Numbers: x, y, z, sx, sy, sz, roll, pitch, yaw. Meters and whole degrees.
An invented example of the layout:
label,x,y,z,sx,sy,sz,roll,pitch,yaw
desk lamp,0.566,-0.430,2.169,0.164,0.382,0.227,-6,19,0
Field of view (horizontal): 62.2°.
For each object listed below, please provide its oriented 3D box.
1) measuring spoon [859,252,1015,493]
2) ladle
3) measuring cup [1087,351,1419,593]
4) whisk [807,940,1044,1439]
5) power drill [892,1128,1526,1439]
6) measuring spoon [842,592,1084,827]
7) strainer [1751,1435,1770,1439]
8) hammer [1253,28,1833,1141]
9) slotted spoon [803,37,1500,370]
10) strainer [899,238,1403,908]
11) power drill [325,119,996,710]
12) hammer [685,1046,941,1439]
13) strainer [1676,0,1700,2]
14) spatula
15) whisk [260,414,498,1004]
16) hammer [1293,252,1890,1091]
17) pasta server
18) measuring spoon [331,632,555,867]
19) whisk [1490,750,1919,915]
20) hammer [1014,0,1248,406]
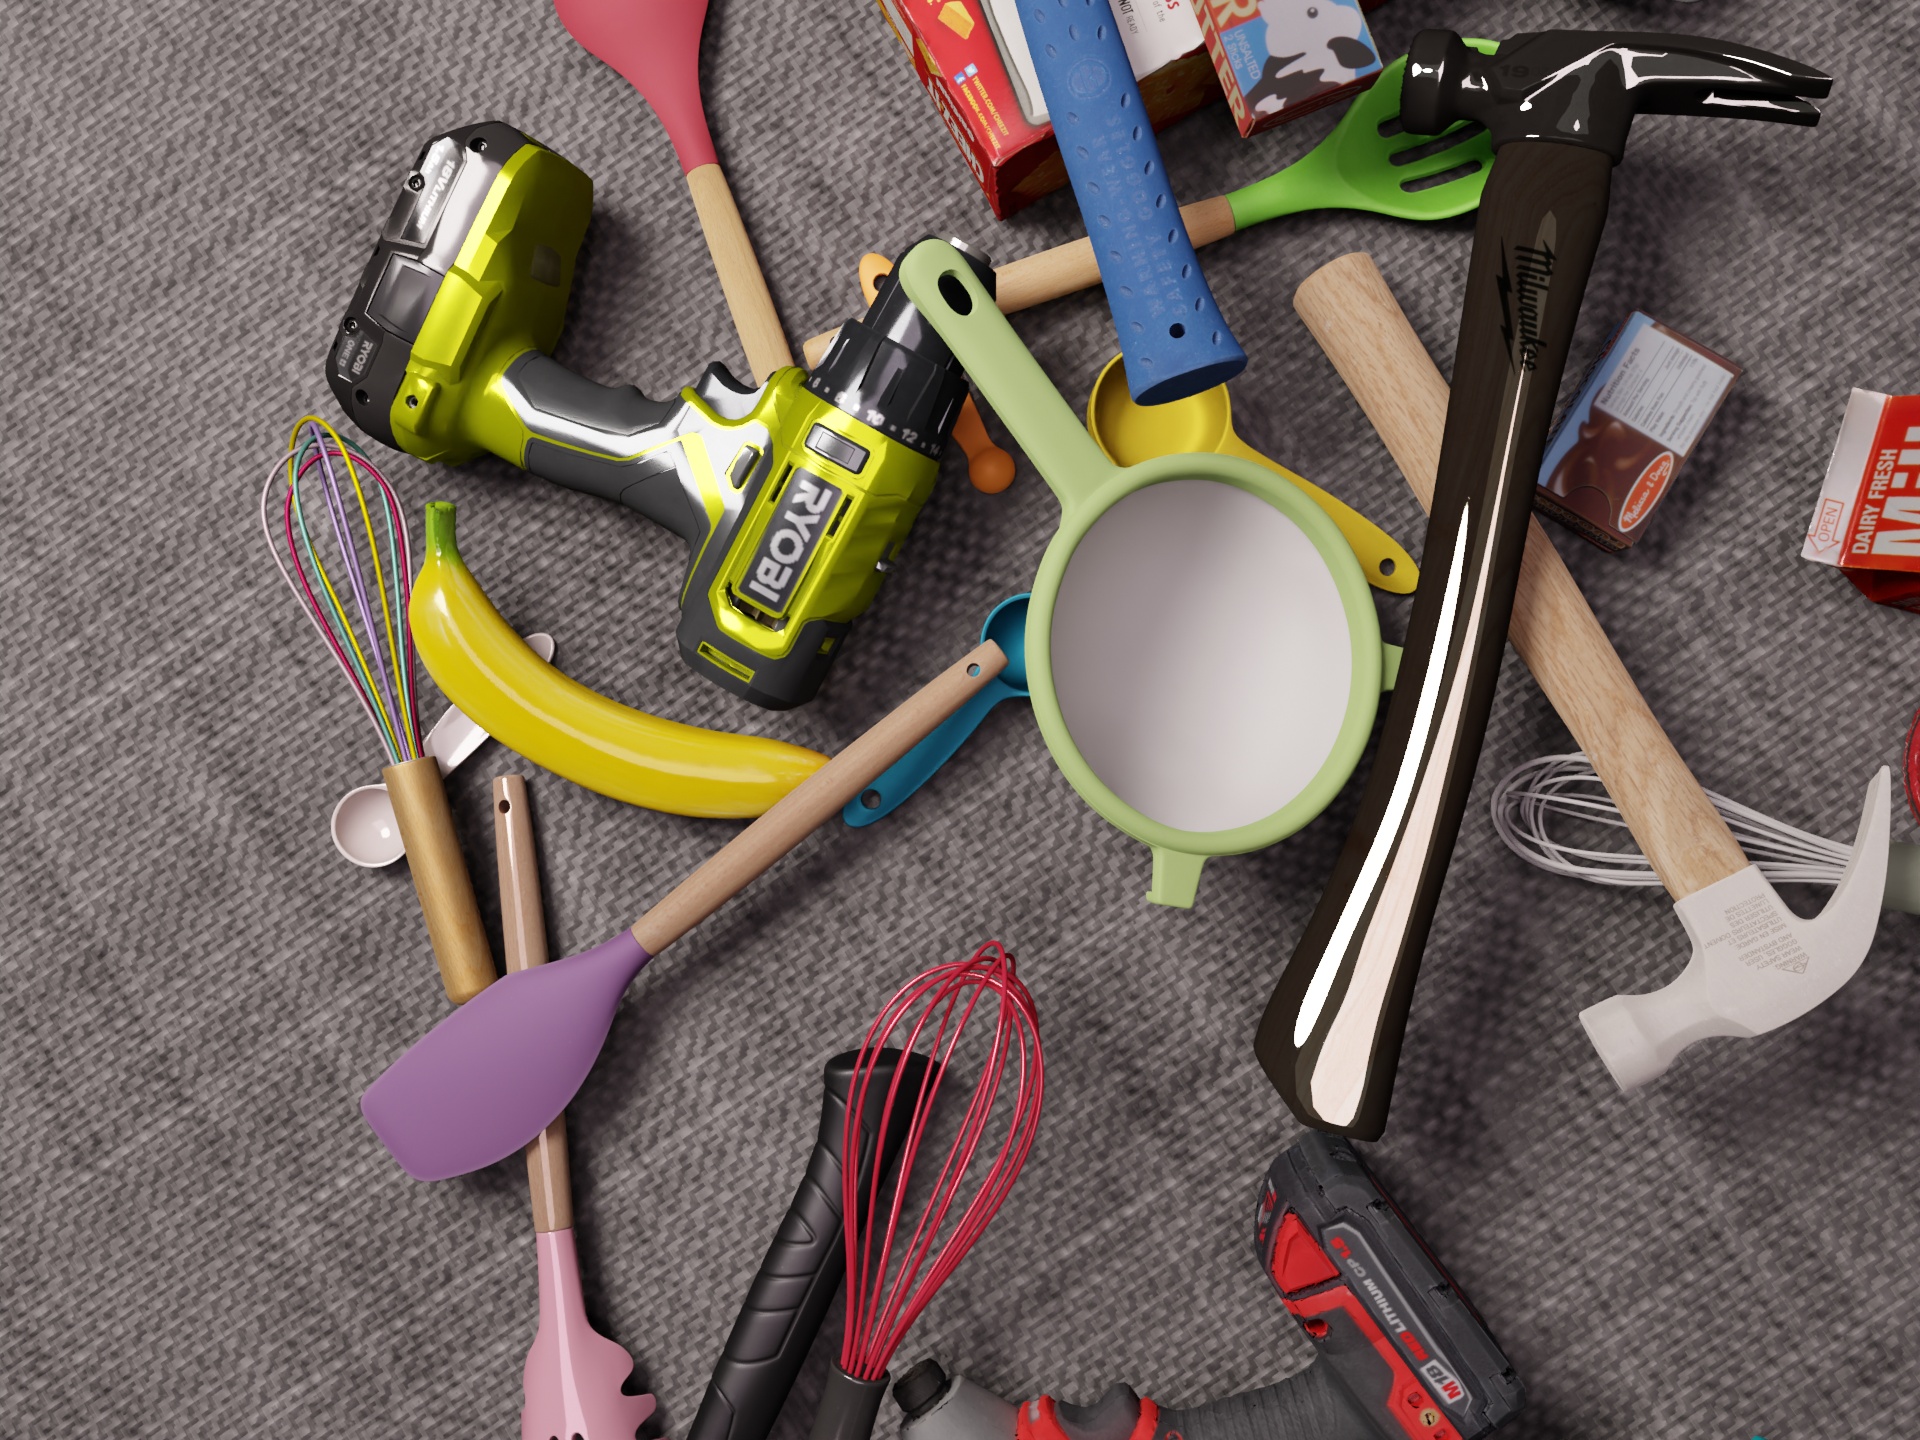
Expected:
label,x,y,z,sx,sy,sz,roll,pitch,yaw
measuring spoon,-0.011,-0.147,0.665,0.021,0.011,0.117,-30,85,2
ladle,-0.101,-0.206,0.669,0.069,0.031,0.315,-20,87,3
measuring cup,0.120,-0.097,0.652,0.156,0.029,0.062,33,89,-7
whisk,-0.031,0.223,0.591,0.073,0.073,0.296,17,91,5
power drill,0.086,0.261,0.606,0.219,0.078,0.143,-38,85,4
measuring spoon,-0.001,-0.002,0.658,0.128,0.021,0.042,-44,90,10
strainer,0.185,0.401,0.581,0.340,0.095,0.211,-24,83,4
hammer,0.192,-0.052,0.572,0.146,0.038,0.411,13,85,21
slotted spoon,0.084,-0.201,0.651,0.314,0.031,0.070,-19,85,2
strainer,0.051,-0.065,0.606,0.151,0.069,0.256,-41,100,-19
power drill,-0.112,-0.137,0.625,0.228,0.080,0.190,30,100,7
hammer,-0.088,0.284,0.619,0.146,0.035,0.335,28,82,-21
strainer,0.229,-0.384,0.649,0.087,0.050,0.258,-24,80,-4
spatula,-0.105,0.074,0.631,0.316,0.018,0.060,-40,87,1
whisk,-0.231,-0.004,0.646,0.047,0.051,0.245,-15,92,14
hammer,0.220,-0.041,0.595,0.130,0.031,0.331,-30,71,13
pasta server,-0.167,0.179,0.653,0.060,0.040,0.316,-9,82,3
measuring spoon,-0.215,0.011,0.672,0.034,0.018,0.124,42,83,-2
whisk,0.322,0.054,0.584,0.246,0.058,0.059,11,128,24
hammer,0.017,-0.310,0.586,0.144,0.035,0.405,-17,84,2
